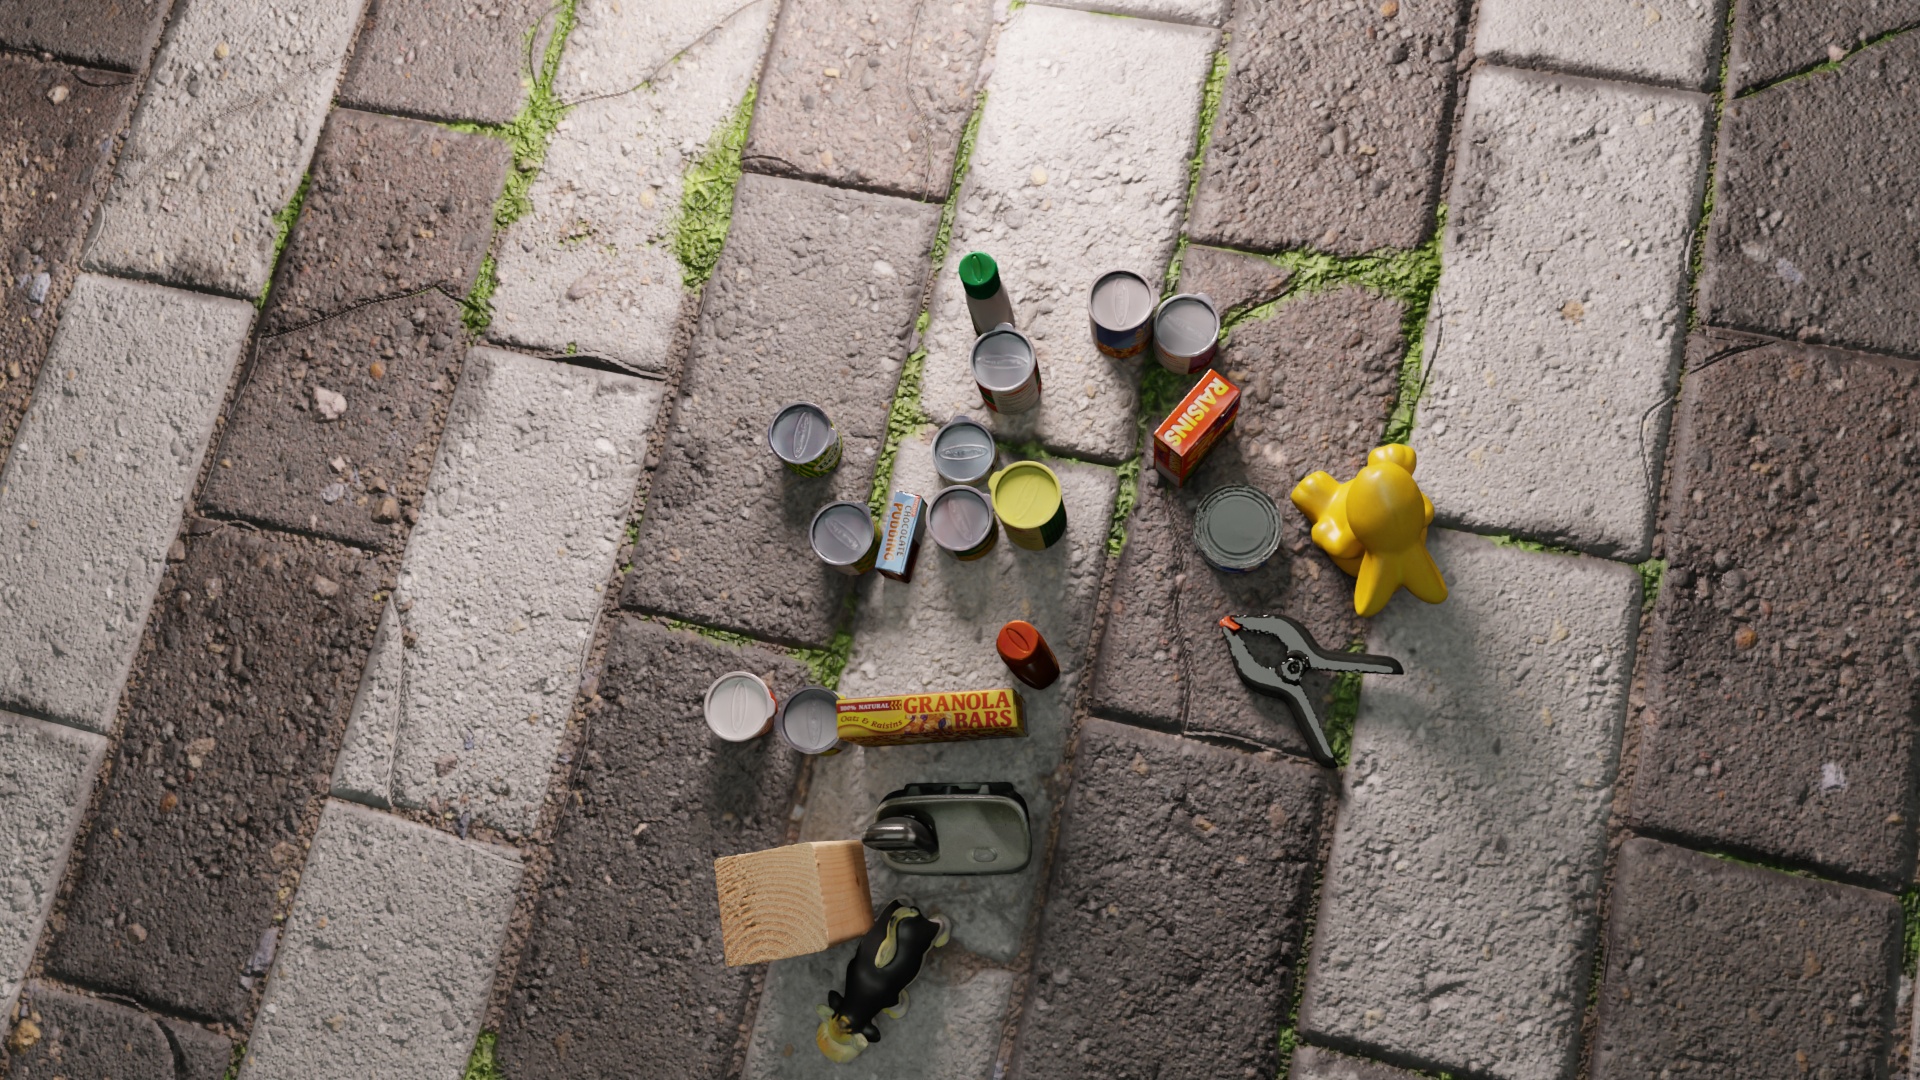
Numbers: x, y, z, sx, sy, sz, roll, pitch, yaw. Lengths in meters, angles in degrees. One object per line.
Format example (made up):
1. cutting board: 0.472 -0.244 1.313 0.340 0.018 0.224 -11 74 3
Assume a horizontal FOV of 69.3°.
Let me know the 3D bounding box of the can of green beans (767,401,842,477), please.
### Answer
1. can of green beans: -0.158 -0.103 1.424 0.071 0.057 0.071 -2 78 7

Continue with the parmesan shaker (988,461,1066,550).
1. parmesan shaker: 0.066 -0.034 1.355 0.071 0.103 0.071 -2 78 7

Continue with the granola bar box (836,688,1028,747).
1. granola bar box: -0.024 0.168 1.311 0.165 0.124 0.039 -5 78 7

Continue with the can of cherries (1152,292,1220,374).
1. can of cherries: 0.228 -0.208 1.395 0.071 0.058 0.071 -2 78 7

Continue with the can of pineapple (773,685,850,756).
1. can of pineapple: -0.140 0.177 1.359 0.071 0.057 0.071 -2 78 7

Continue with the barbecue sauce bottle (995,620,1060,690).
1. barbecue sauce bottle: 0.060 0.104 1.301 0.044 0.148 0.065 -42 76 -2

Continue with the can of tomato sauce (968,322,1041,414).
1. can of tomato sauce: 0.046 -0.171 1.398 0.071 0.083 0.071 -2 78 7

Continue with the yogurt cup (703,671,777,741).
1. yogurt cup: -0.214 0.166 1.373 0.072 0.054 0.072 -2 78 7

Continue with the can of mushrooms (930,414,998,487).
1. can of mushrooms: 0.005 -0.089 1.411 0.071 0.033 0.071 -2 77 7

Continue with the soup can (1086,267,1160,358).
1. soup can: 0.164 -0.227 1.395 0.071 0.083 0.071 -2 78 7

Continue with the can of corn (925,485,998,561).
1. can of corn: 0.005 -0.017 1.382 0.071 0.058 0.071 -2 78 7

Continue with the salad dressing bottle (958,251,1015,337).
1. salad dressing bottle: 0.026 -0.243 1.384 0.044 0.147 0.064 -14 77 5

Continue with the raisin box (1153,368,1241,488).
1. raisin box: 0.226 -0.105 1.339 0.040 0.123 0.086 41 86 14

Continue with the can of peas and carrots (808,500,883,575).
1. can of peas and carrots: -0.112 -0.004 1.395 0.071 0.058 0.071 -2 78 7

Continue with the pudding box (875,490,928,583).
1. pudding box: -0.057 -0.003 1.392 0.030 0.049 0.084 13 80 10
